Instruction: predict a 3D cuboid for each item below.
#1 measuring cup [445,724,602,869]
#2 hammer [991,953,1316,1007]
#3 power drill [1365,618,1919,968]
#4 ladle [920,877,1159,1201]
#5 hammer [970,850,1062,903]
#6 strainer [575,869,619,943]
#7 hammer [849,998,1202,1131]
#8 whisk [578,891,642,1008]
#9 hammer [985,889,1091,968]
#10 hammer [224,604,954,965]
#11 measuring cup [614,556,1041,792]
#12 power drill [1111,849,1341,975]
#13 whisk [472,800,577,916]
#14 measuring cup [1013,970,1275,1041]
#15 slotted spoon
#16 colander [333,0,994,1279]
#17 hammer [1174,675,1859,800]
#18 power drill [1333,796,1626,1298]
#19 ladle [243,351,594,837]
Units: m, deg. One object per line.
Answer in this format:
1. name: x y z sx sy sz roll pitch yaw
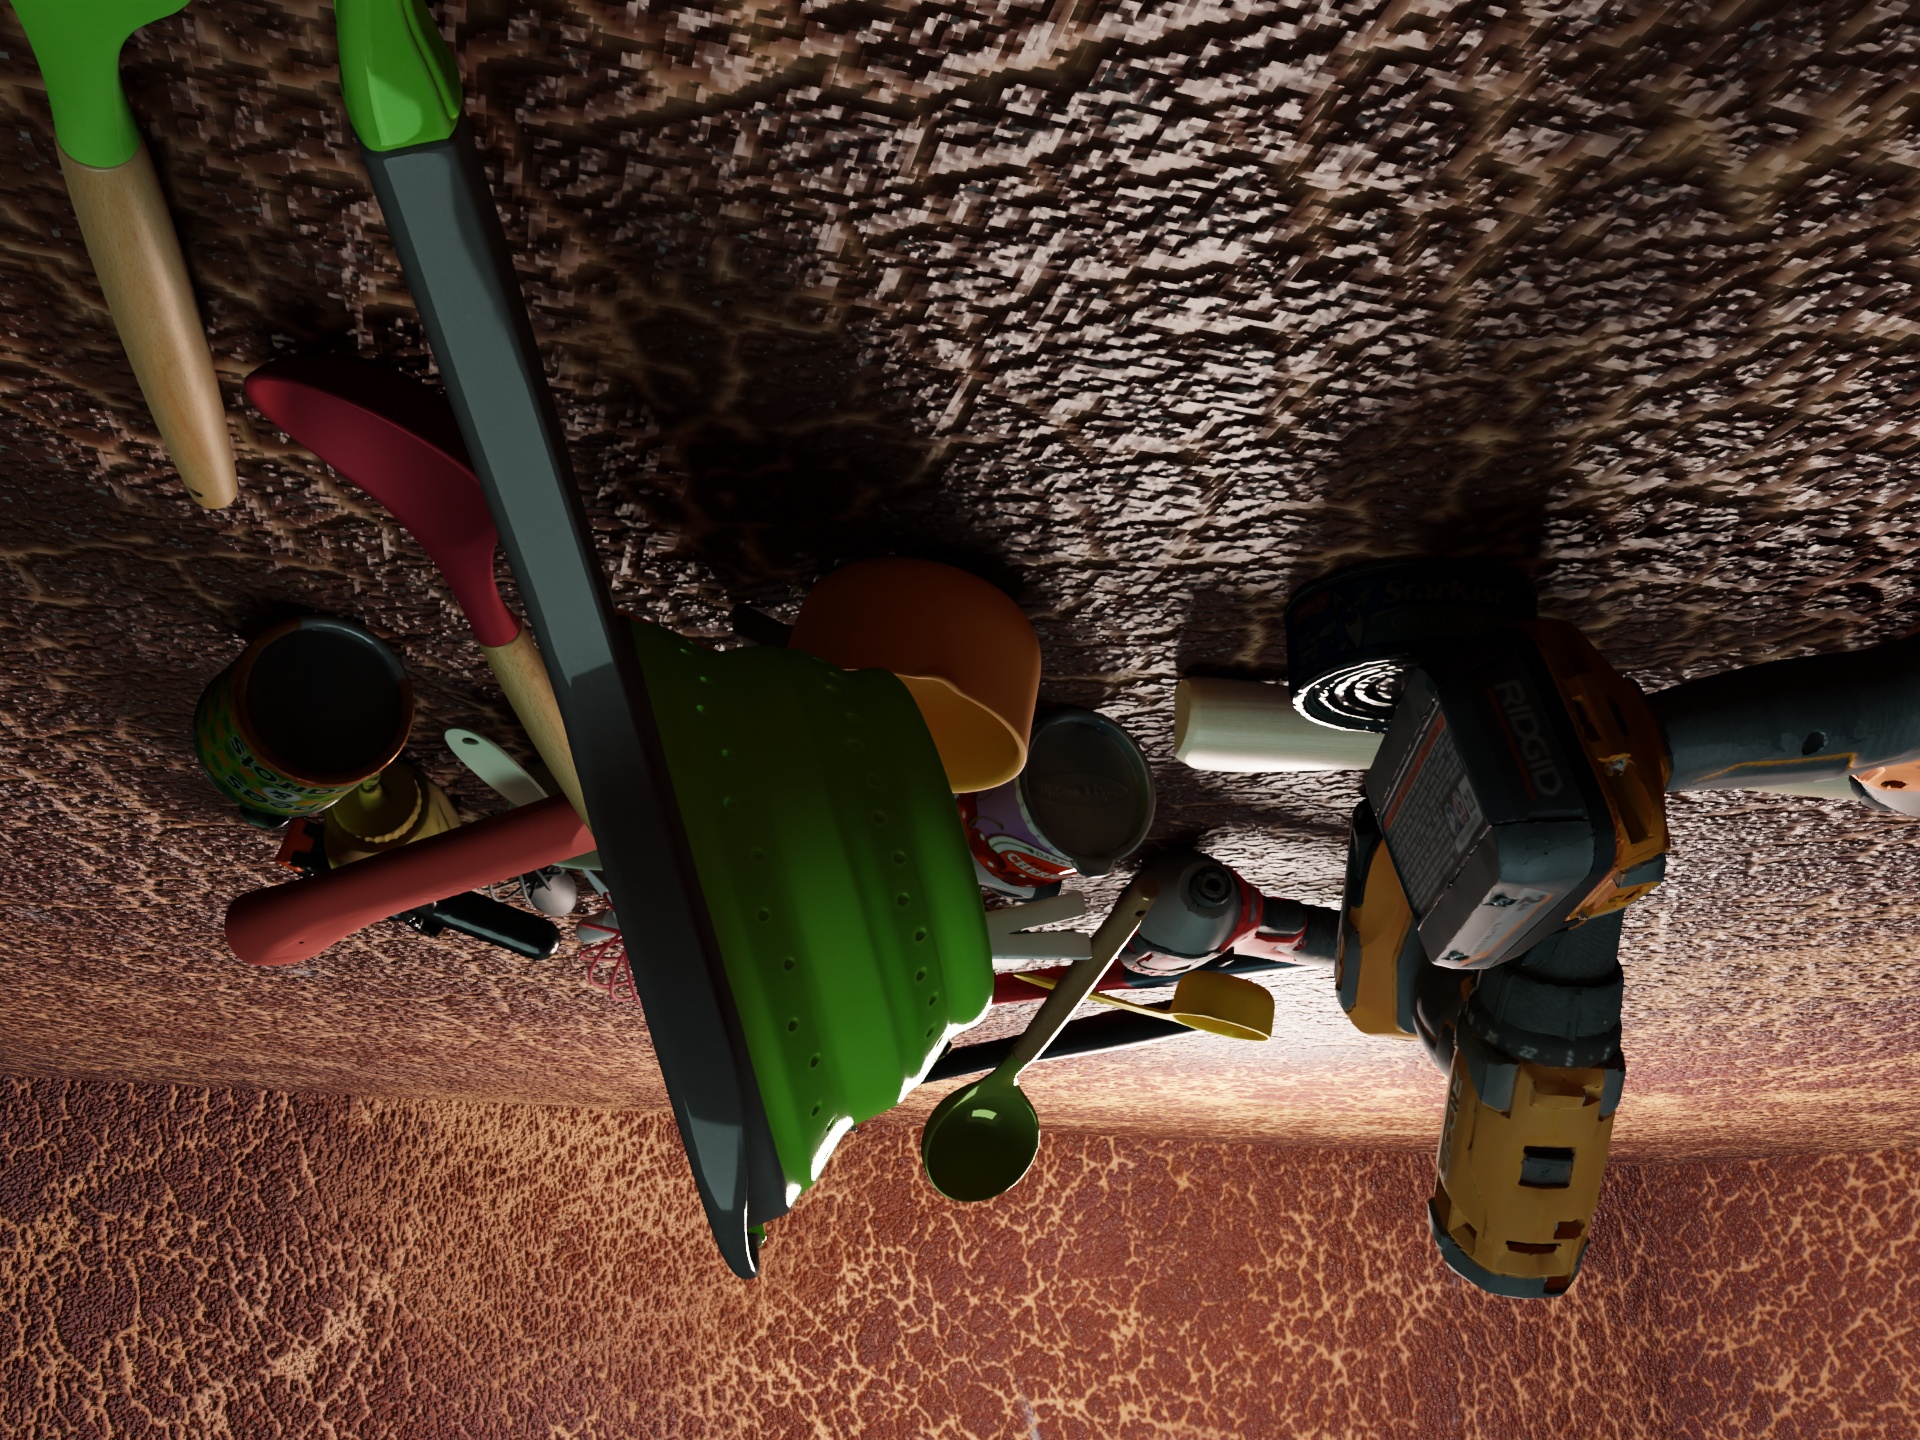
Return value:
1. measuring cup: -0.189 0.025 0.728 0.083 0.038 0.167 -4 154 11
2. hammer: 0.121 0.172 1.077 0.386 0.038 0.143 -14 173 33
3. power drill: 0.254 0.011 0.510 0.226 0.084 0.164 -14 156 -2
4. ladle: 0.049 0.188 0.905 0.078 0.062 0.320 0 143 -22
5. hammer: -0.102 0.108 0.960 0.127 0.034 0.337 18 156 -40
6. strainer: -0.215 0.124 1.007 0.087 0.050 0.258 50 156 -7
7. hammer: 0.048 0.225 1.092 0.334 0.035 0.146 -9 178 -12
8. whisk: -0.146 0.130 0.884 0.073 0.073 0.295 0 167 5
9. hammer: 0.009 0.126 0.895 0.149 0.036 0.408 -8 171 7
10. hammer: -0.190 0.047 0.686 0.359 0.037 0.149 -17 148 24
11. measuring cup: -0.055 -0.031 0.533 0.173 0.052 0.095 21 153 -10
12. power drill: 0.202 0.115 0.895 0.219 0.079 0.143 7 161 -4
13. whisk: -0.238 0.087 0.892 0.055 0.055 0.239 4 166 -6
14. measuring cup: 0.103 0.150 0.901 0.156 0.029 0.062 9 163 28
15. slotted spoon: -0.177 -0.108 0.338 0.070 0.031 0.313 35 158 -7
16. colander: -0.054 -0.008 0.409 0.094 0.205 0.396 -16 137 -10
17. hammer: 0.291 0.008 0.629 0.410 0.038 0.146 4 160 -5
18. power drill: 0.223 0.102 0.682 0.084 0.185 0.226 2 -160 2
19. ladle: -0.145 -0.015 0.528 0.069 0.031 0.315 19 153 15
